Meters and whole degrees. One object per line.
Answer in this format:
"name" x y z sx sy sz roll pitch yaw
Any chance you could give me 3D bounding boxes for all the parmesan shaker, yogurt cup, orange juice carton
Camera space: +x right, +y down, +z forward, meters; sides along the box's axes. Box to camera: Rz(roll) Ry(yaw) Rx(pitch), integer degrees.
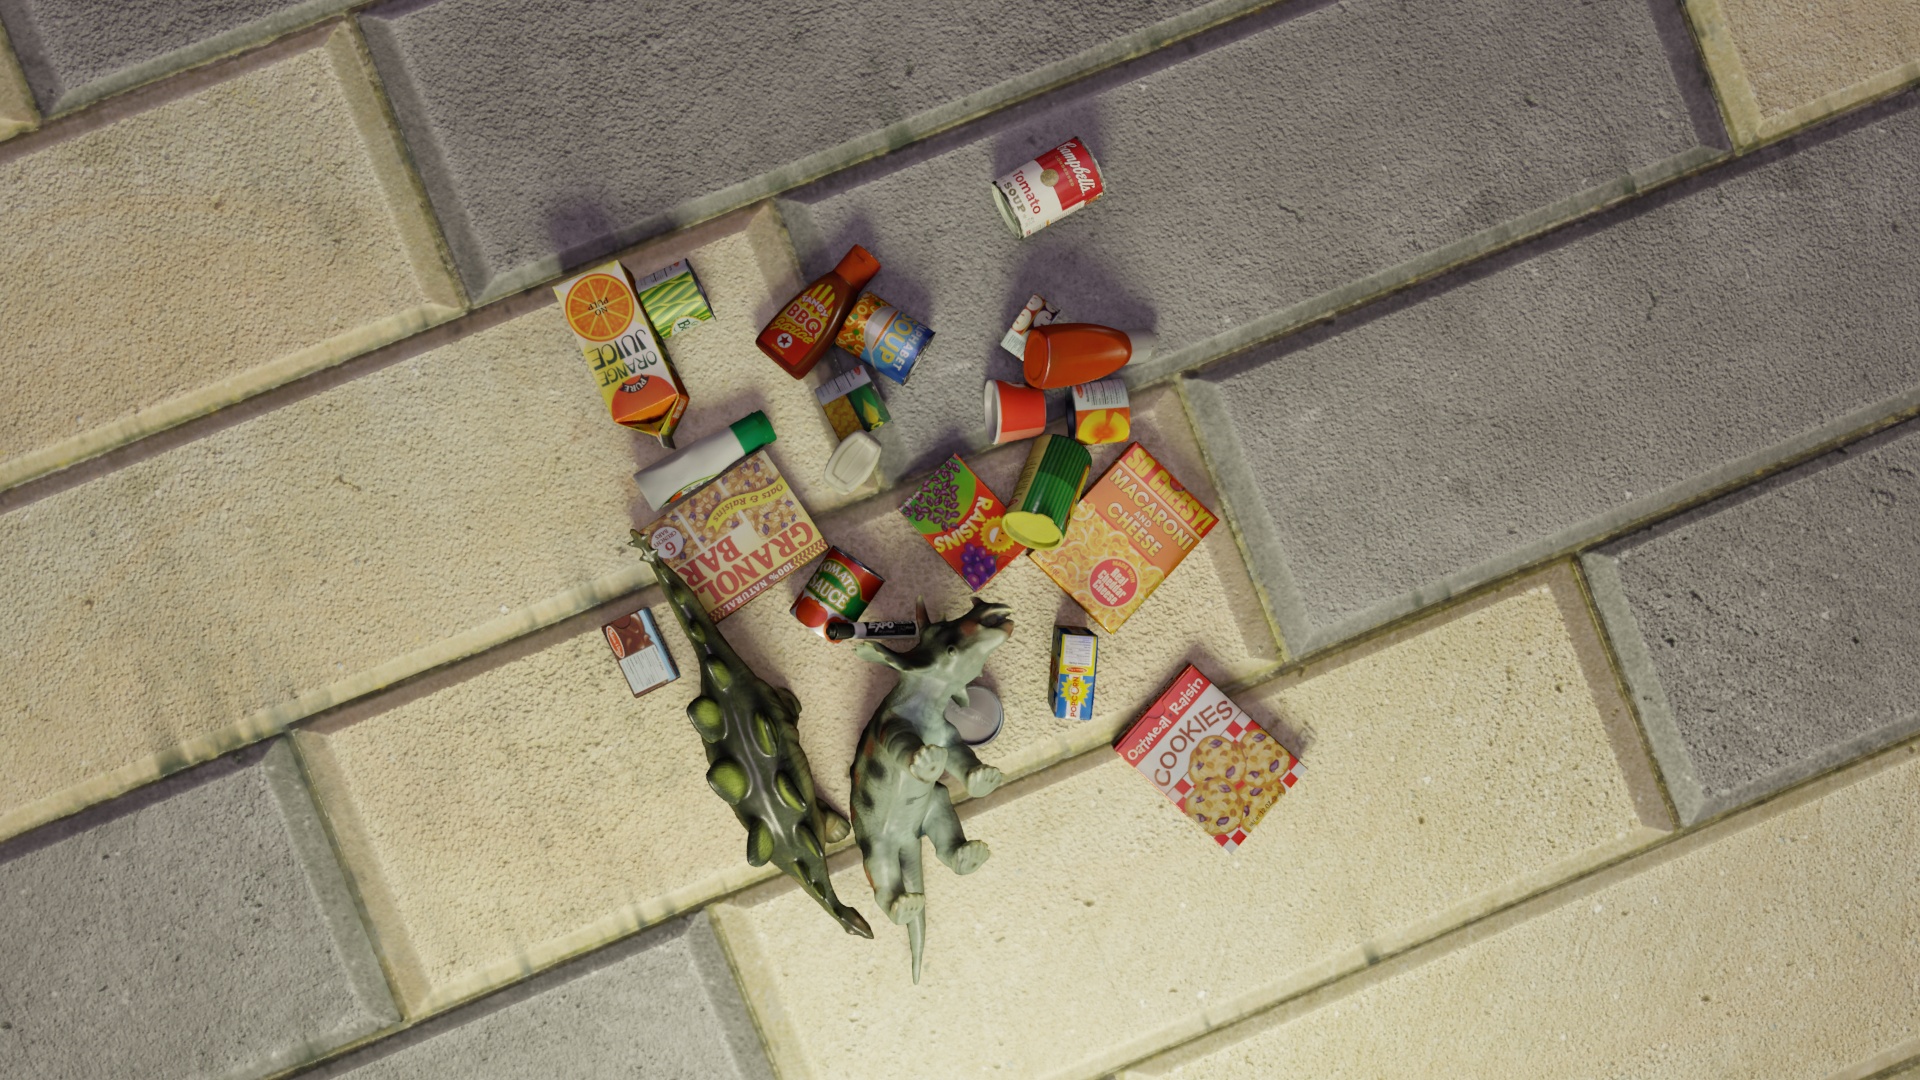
"parmesan shaker" 0.091 -0.051 1.423 0.071 0.071 0.103 25 61 -3
"yogurt cup" 0.057 -0.135 1.444 0.054 0.072 0.072 -4 91 -11
"orange juice carton" -0.336 -0.181 1.419 0.073 0.072 0.192 -24 91 -2

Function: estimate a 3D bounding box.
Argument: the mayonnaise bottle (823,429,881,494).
"mayonnaise bottle" -0.107 -0.077 1.393 0.041 0.148 0.065 37 89 -3

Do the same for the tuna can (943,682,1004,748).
"tuna can" 0.011 0.185 1.457 0.071 0.033 0.071 0 90 -3

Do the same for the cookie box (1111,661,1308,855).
"cookie box" 0.261 0.228 1.466 0.167 0.040 0.123 42 88 -2

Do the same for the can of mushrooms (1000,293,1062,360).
"can of mushrooms" 0.074 -0.223 1.443 0.033 0.071 0.071 35 89 -2

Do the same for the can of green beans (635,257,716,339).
"can of green beans" -0.293 -0.247 1.424 0.058 0.071 0.071 -25 92 -2

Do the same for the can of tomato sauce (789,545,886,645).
"can of tomato sauce" -0.128 0.057 1.431 0.071 0.071 0.083 35 89 -3

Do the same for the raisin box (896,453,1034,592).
"raisin box" 0.005 -0.018 1.453 0.086 0.040 0.123 -43 93 -3

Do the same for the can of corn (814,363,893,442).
"can of corn" -0.110 -0.138 1.434 0.058 0.071 0.071 -27 92 -2

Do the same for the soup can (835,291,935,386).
"soup can" -0.077 -0.209 1.432 0.084 0.071 0.071 32 89 -3

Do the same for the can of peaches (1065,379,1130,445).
"can of peaches" 0.143 -0.132 1.448 0.058 0.071 0.071 -5 91 -3

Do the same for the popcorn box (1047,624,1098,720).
"popcorn box" 0.114 0.133 1.416 0.038 0.126 0.085 4 90 0

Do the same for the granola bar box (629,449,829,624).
"granola bar box" -0.238 0.002 1.441 0.165 0.039 0.124 -34 91 -3

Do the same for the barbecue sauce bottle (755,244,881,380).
"barbecue sauce bottle" -0.143 -0.240 1.442 0.065 0.043 0.148 40 88 13

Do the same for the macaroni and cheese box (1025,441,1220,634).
"macaroni and cheese box" 0.171 -0.003 1.461 0.123 0.040 0.166 43 88 -3

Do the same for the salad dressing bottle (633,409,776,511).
"salad dressing bottle" -0.262 -0.084 1.431 0.148 0.064 0.044 -30 97 -10

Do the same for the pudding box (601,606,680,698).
"pudding box" -0.331 0.116 1.441 0.050 0.030 0.083 -26 91 -1

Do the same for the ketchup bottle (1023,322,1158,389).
"ketchup bottle" 0.136 -0.194 1.427 0.149 0.043 0.064 -11 122 -32
